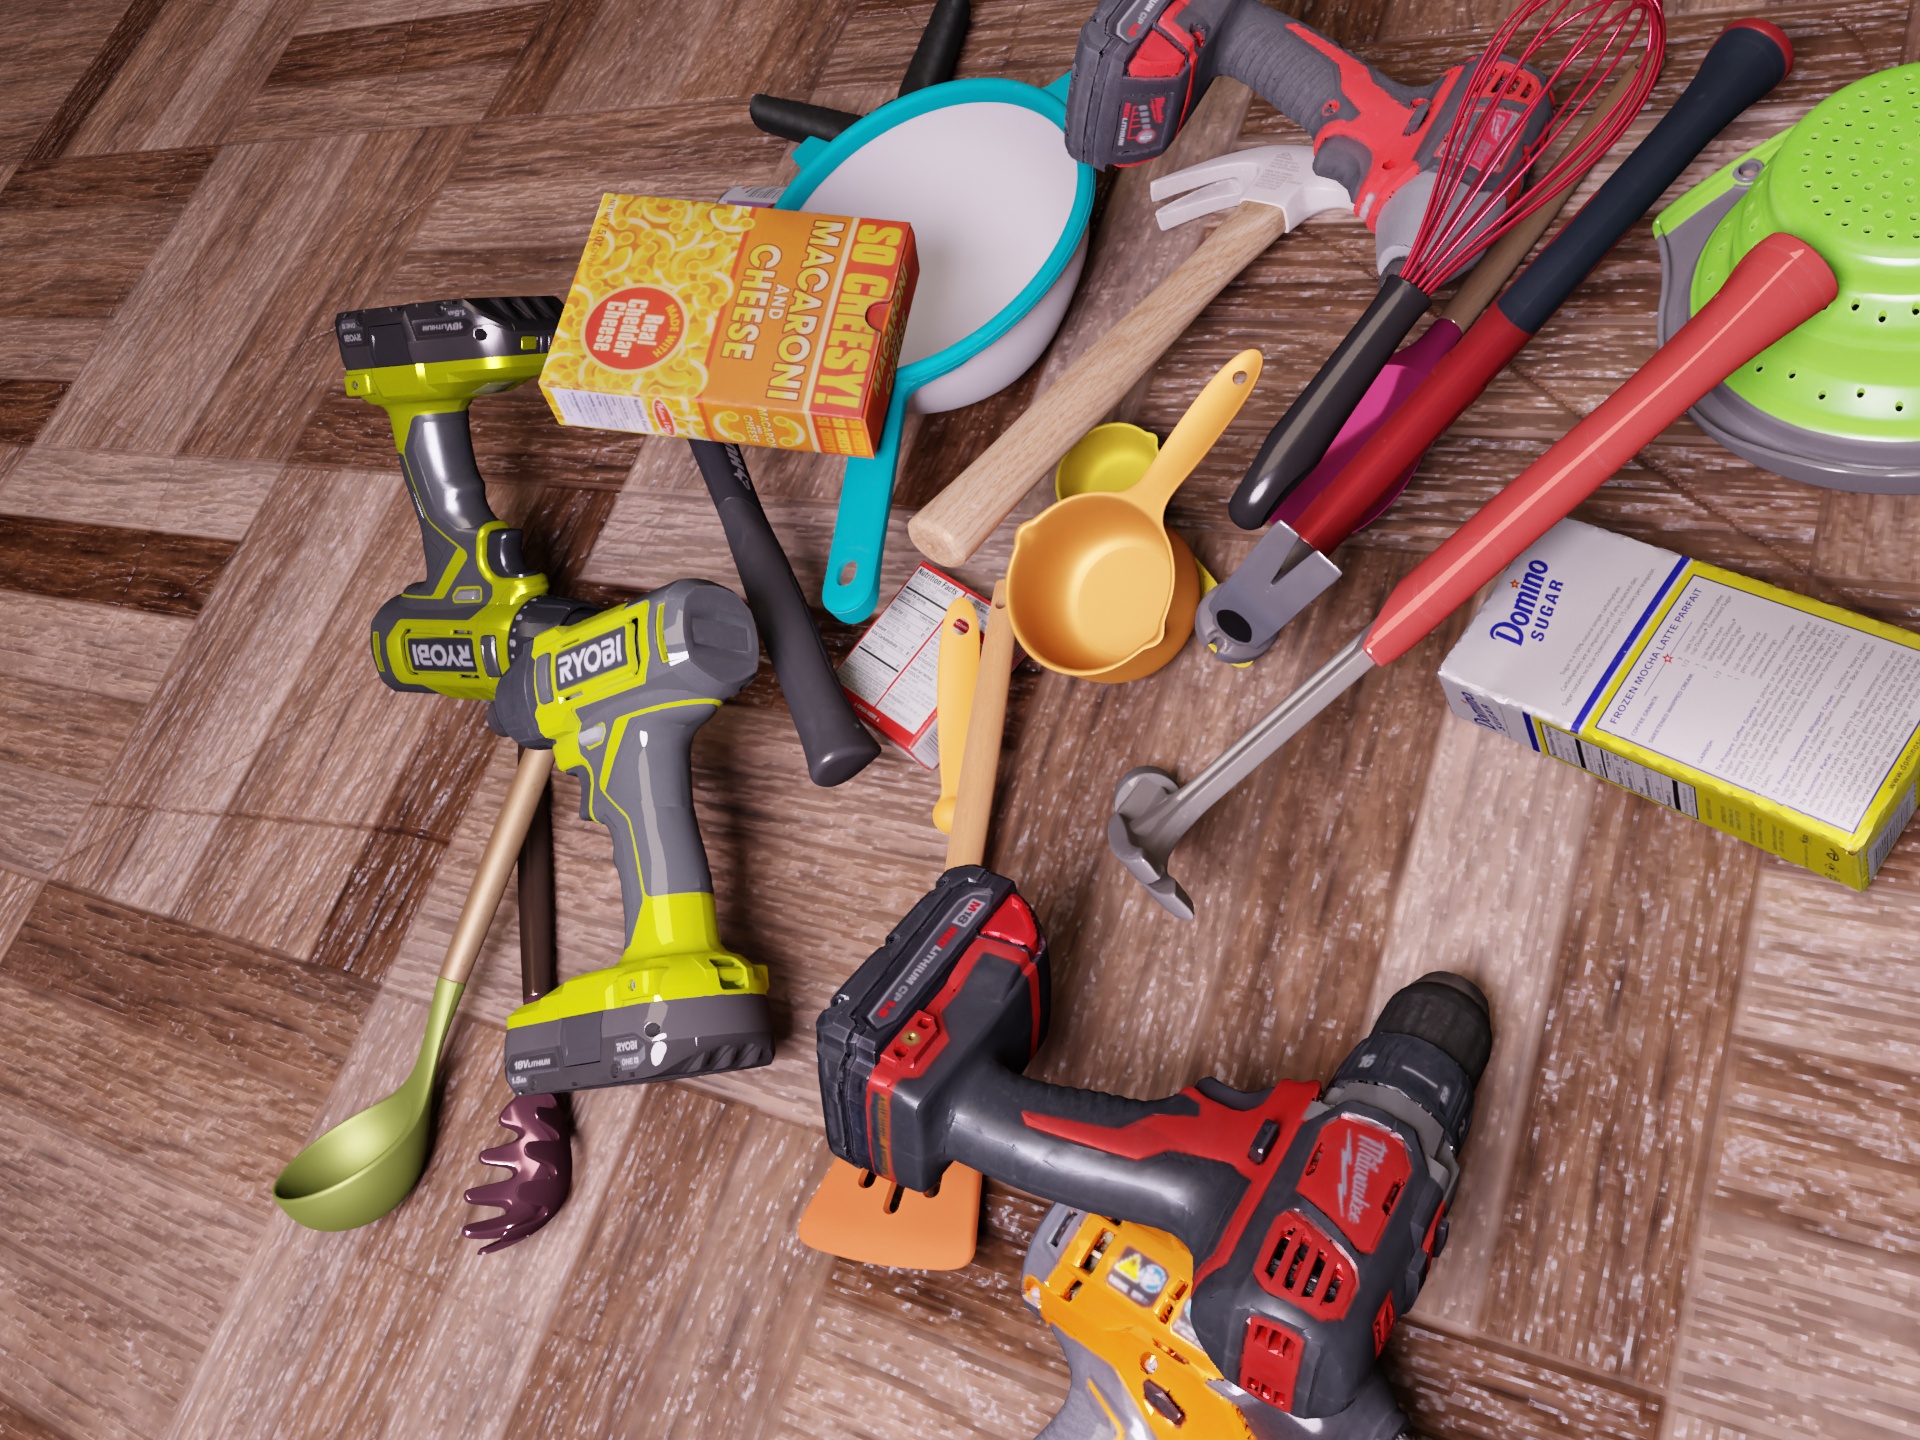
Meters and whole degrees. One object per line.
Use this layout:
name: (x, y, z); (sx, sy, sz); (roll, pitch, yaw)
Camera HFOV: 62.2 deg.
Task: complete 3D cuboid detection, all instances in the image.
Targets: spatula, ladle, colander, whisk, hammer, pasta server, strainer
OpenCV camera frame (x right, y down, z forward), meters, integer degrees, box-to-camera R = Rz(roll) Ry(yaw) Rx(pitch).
spatula: (-0.004, 0.081, 0.727); (0.081, 0.041, 0.323); (2, 71, 22)
ladle: (-0.264, 0.105, 0.823); (0.078, 0.062, 0.320); (1, 69, 55)
colander: (0.429, -0.144, 0.615); (0.204, 0.094, 0.398); (-32, 53, 7)
whisk: (0.212, -0.208, 0.708); (0.073, 0.073, 0.296); (42, 100, 37)
hammer: (0.249, -0.182, 0.701); (0.038, 0.143, 0.386); (42, 81, 5)
hammer: (-0.114, -0.100, 0.834); (0.035, 0.146, 0.335); (-39, 52, 20)
hammer: (0.089, -0.195, 0.812); (0.130, 0.031, 0.331); (25, 62, 37)
hammer: (0.202, -0.060, 0.641); (0.359, 0.149, 0.036); (-42, 96, 7)
pasta server: (-0.229, 0.121, 0.834); (0.060, 0.040, 0.317); (-40, 47, 33)
strainer: (-0.017, -0.191, 0.871); (0.211, 0.095, 0.341); (-4, 64, 26)

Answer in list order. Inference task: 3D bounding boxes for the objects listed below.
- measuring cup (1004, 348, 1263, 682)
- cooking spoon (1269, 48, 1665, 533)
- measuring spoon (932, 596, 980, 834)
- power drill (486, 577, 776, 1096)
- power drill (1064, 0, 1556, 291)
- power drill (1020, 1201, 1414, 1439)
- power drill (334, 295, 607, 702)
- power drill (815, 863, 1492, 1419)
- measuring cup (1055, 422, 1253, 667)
measuring cup: (0.095, -0.095, 0.753); (0.095, 0.052, 0.173); (41, 101, 28)
cooking spoon: (0.258, -0.214, 0.790); (0.069, 0.017, 0.319); (33, 81, 34)
measuring spoon: (-0.001, -0.002, 0.774); (0.021, 0.011, 0.117); (3, 87, -8)
power drill: (-0.165, 0.060, 0.761); (0.171, 0.080, 0.223); (-17, 74, 37)
power drill: (0.169, -0.294, 0.784); (0.220, 0.078, 0.143); (27, 69, 9)
power drill: (0.055, 0.296, 0.565); (0.164, 0.084, 0.226); (24, 71, 35)
power drill: (-0.263, -0.121, 0.905); (0.190, 0.080, 0.228); (3, 105, 29)
power drill: (0.079, 0.135, 0.605); (0.227, 0.080, 0.188); (19, 42, 26)
measuring cup: (0.103, -0.084, 0.795); (0.062, 0.029, 0.157); (-37, 64, 11)
